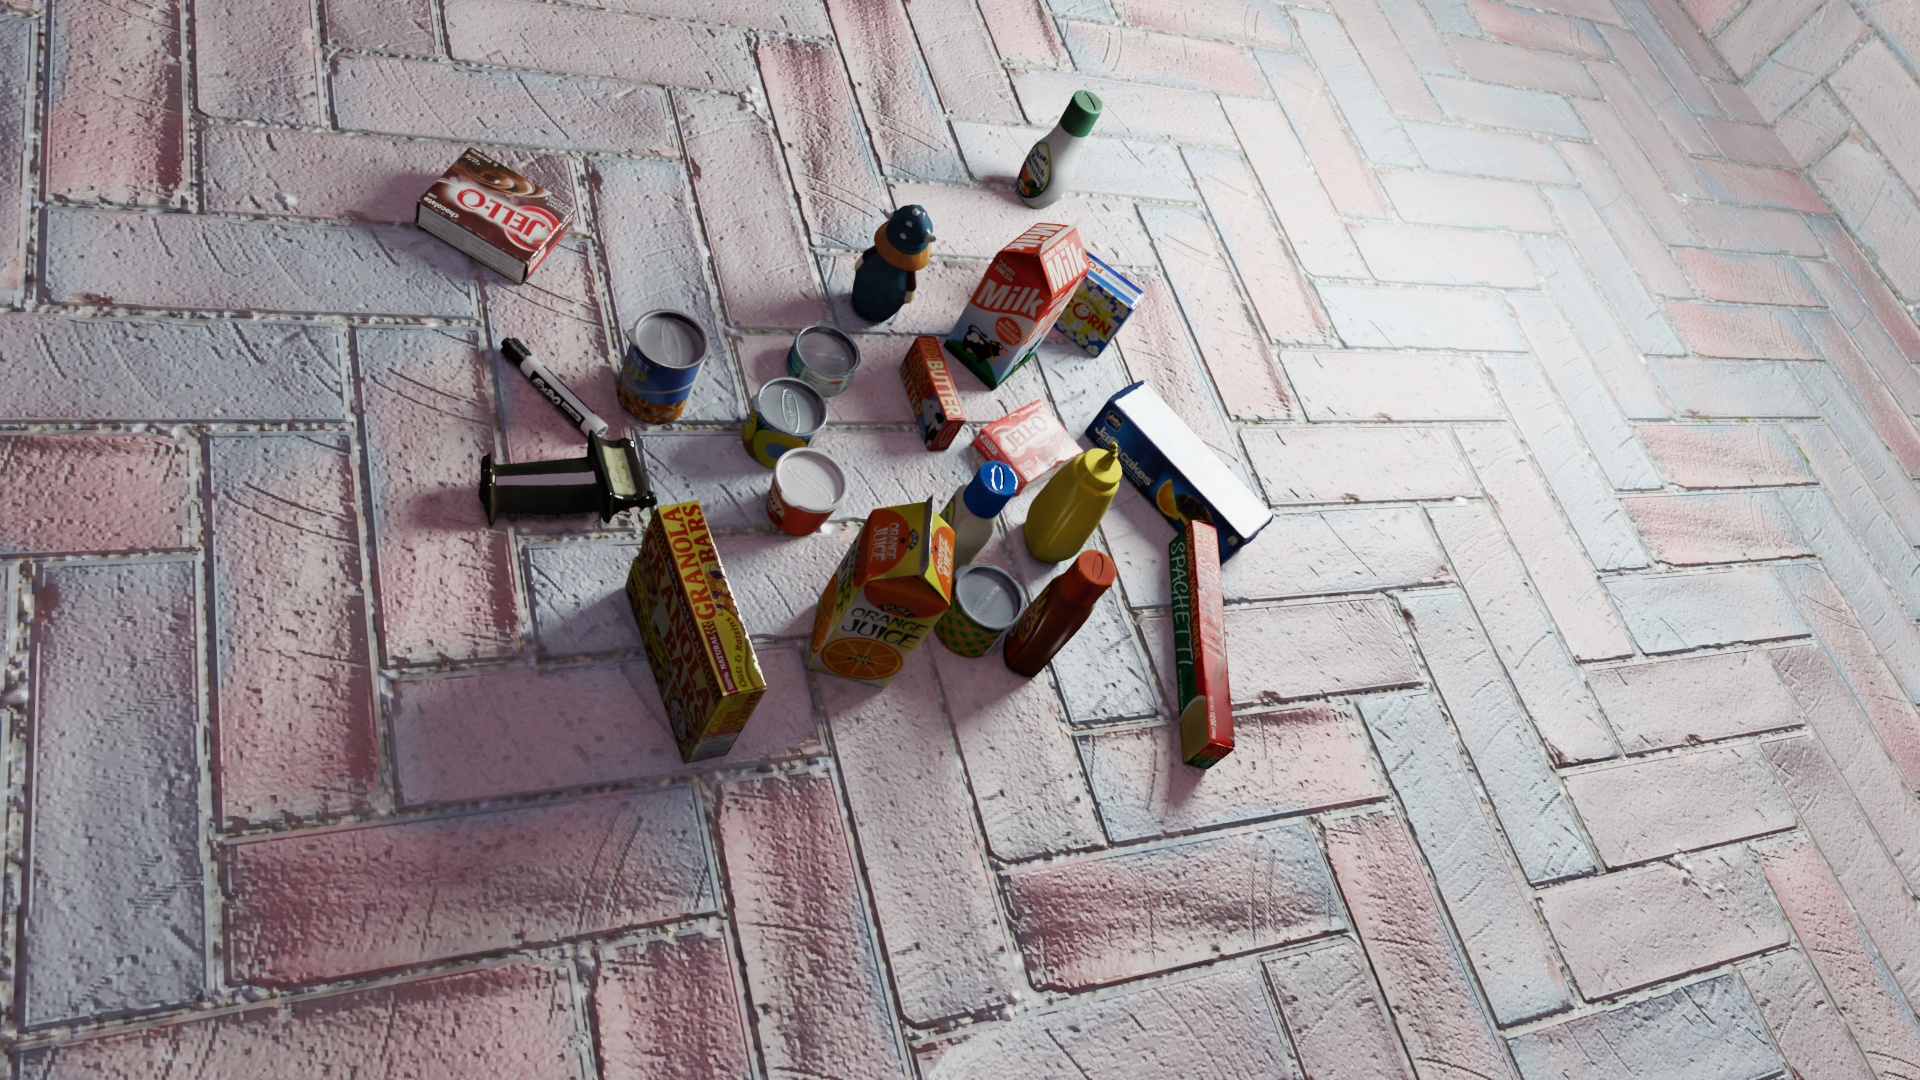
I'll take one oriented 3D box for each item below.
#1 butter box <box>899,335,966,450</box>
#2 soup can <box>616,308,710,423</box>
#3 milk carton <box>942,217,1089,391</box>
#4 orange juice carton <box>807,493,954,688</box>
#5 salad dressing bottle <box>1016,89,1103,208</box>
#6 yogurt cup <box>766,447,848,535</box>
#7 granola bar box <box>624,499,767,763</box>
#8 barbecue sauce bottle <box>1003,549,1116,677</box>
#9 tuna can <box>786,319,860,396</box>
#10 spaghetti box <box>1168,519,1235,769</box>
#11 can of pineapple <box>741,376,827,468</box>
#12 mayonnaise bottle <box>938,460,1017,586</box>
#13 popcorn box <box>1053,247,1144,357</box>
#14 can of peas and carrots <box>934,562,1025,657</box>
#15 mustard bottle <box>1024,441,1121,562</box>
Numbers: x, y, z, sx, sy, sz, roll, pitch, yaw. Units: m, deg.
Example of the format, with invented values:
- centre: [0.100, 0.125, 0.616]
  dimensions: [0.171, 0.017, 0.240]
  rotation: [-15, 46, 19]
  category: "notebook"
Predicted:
- centre: [-0.028, -0.144, 1.356]
  dimensions: [0.024, 0.052, 0.104]
  rotation: [-4, 60, -28]
  category: "butter box"
- centre: [-0.266, -0.153, 1.225]
  dimensions: [0.071, 0.083, 0.072]
  rotation: [13, 54, -18]
  category: "soup can"
- centre: [0.061, -0.243, 1.378]
  dimensions: [0.073, 0.189, 0.073]
  rotation: [43, 50, 6]
  category: "milk carton"
- centre: [-0.058, 0.040, 1.124]
  dimensions: [0.073, 0.191, 0.072]
  rotation: [16, 53, -16]
  category: "orange juice carton"
- centre: [0.112, -0.441, 1.567]
  dimensions: [0.044, 0.147, 0.064]
  rotation: [-8, 62, -30]
  category: "salad dressing bottle"
- centre: [-0.139, -0.041, 1.230]
  dimensions: [0.072, 0.053, 0.073]
  rotation: [13, 54, -18]
  category: "yogurt cup"
- centre: [-0.208, 0.072, 1.073]
  dimensions: [0.039, 0.123, 0.166]
  rotation: [-10, 63, -31]
  category: "granola bar box"
- centre: [0.087, 0.060, 1.210]
  dimensions: [0.044, 0.147, 0.065]
  rotation: [24, 51, -10]
  category: "barbecue sauce bottle"
- centre: [-0.133, -0.176, 1.339]
  dimensions: [0.071, 0.032, 0.071]
  rotation: [13, 54, -18]
  category: "tuna can"
- centre: [0.228, 0.093, 1.321]
  dimensions: [0.029, 0.050, 0.251]
  rotation: [15, 53, -17]
  category: "spaghetti box"
- centre: [-0.162, -0.107, 1.261]
  dimensions: [0.071, 0.057, 0.071]
  rotation: [13, 54, -18]
  category: "can of pineapple"
- centre: [0.004, -0.015, 1.221]
  dimensions: [0.041, 0.147, 0.065]
  rotation: [14, 53, -18]
  category: "mayonnaise bottle"
- centre: [0.123, -0.267, 1.493]
  dimensions: [0.127, 0.084, 0.038]
  rotation: [37, 50, 1]
  category: "popcorn box"
- centre: [0.013, 0.061, 1.232]
  dimensions: [0.071, 0.058, 0.071]
  rotation: [13, 54, -18]
  category: "can of peas and carrots"
- centre: [0.110, -0.040, 1.283]
  dimensions: [0.049, 0.159, 0.065]
  rotation: [5, 56, -23]
  category: "mustard bottle"
